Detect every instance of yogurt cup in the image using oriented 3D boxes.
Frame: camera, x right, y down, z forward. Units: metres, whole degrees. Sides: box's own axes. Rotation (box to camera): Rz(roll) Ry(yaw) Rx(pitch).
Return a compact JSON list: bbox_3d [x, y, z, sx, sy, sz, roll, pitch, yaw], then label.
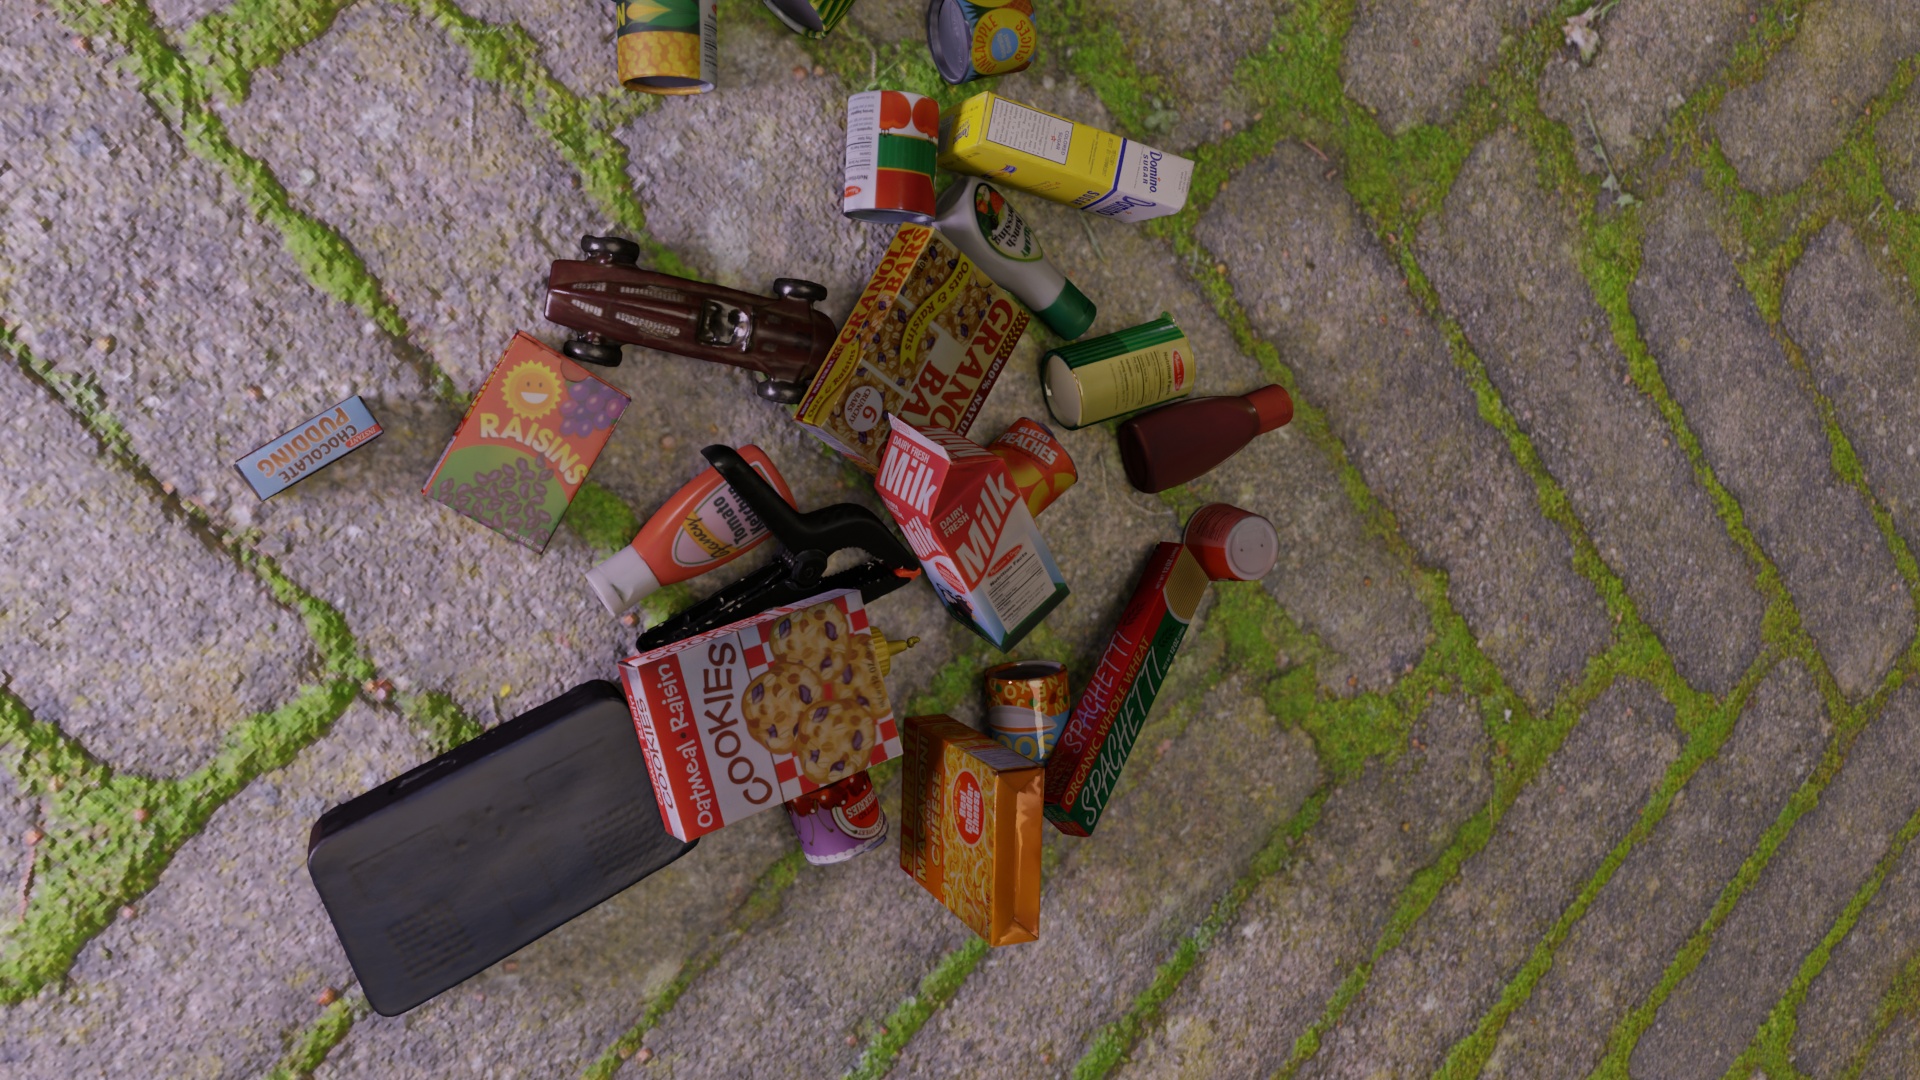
[{"bbox_3d":[0.226,0.004,1.149,0.072,0.054,0.072,-2,96,-24],"label":"yogurt cup"}]

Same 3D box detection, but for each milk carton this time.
[{"bbox_3d":[0.004,-0.013,1.005,0.073,0.072,0.189,-42,133,-14],"label":"milk carton"}]

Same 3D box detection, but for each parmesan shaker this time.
[{"bbox_3d":[0.121,-0.133,1.082,0.103,0.071,0.071,-18,102,-20],"label":"parmesan shaker"}]

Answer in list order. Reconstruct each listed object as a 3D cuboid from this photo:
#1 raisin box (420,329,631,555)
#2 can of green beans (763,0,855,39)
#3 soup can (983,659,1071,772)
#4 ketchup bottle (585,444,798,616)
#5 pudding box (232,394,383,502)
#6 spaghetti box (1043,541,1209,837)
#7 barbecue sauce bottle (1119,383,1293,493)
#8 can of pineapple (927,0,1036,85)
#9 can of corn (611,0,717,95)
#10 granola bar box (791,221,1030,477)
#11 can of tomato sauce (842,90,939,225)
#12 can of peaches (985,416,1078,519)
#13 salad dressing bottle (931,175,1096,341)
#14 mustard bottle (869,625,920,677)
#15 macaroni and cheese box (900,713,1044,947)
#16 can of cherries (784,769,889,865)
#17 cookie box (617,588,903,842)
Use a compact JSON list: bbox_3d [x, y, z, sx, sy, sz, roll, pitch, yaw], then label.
[{"bbox_3d":[-0.288,-0.065,0.923,0.086,0.040,0.123,31,82,-22],"label":"raisin box"},{"bbox_3d":[-0.101,-0.390,0.959,0.071,0.071,0.058,39,80,-22],"label":"can of green beans"},{"bbox_3d":[0.053,0.141,1.078,0.071,0.071,0.083,-9,99,-23],"label":"soup can"},{"bbox_3d":[-0.189,-0.003,0.971,0.149,0.043,0.064,-36,117,-16],"label":"ketchup bottle"},{"bbox_3d":[-0.405,-0.058,0.866,0.084,0.049,0.030,-34,106,-18],"label":"pudding box"},{"bbox_3d":[0.129,0.113,1.087,0.050,0.028,0.251,50,57,-34],"label":"spaghetti box"},{"bbox_3d":[0.204,-0.090,1.136,0.149,0.043,0.064,-21,104,-21],"label":"barbecue sauce bottle"},{"bbox_3d":[0.016,-0.370,1.011,0.058,0.071,0.071,-19,103,-21],"label":"can of pineapple"},{"bbox_3d":[-0.197,-0.332,0.923,0.071,0.071,0.058,-3,97,-23],"label":"can of corn"},{"bbox_3d":[-0.031,-0.127,1.009,0.124,0.039,0.165,35,80,-44],"label":"granola bar box"},{"bbox_3d":[-0.048,-0.272,0.995,0.071,0.071,0.083,1,94,-24],"label":"can of tomato sauce"},{"bbox_3d":[0.046,-0.052,1.056,0.058,0.071,0.071,-41,110,-14],"label":"can of peaches"},{"bbox_3d":[0.043,-0.210,1.049,0.147,0.044,0.064,39,48,-28],"label":"salad dressing bottle"},{"bbox_3d":[-0.104,0.094,1.015,0.161,0.049,0.065,-12,101,-23],"label":"mustard bottle"},{"bbox_3d":[0.006,0.205,1.010,0.040,0.166,0.123,-1,96,-24],"label":"macaroni and cheese box"},{"bbox_3d":[-0.091,0.196,1.019,0.072,0.071,0.058,-24,104,-20],"label":"can of cherries"},{"bbox_3d":[-0.134,0.115,0.945,0.168,0.040,0.122,-18,98,-29],"label":"cookie box"}]
